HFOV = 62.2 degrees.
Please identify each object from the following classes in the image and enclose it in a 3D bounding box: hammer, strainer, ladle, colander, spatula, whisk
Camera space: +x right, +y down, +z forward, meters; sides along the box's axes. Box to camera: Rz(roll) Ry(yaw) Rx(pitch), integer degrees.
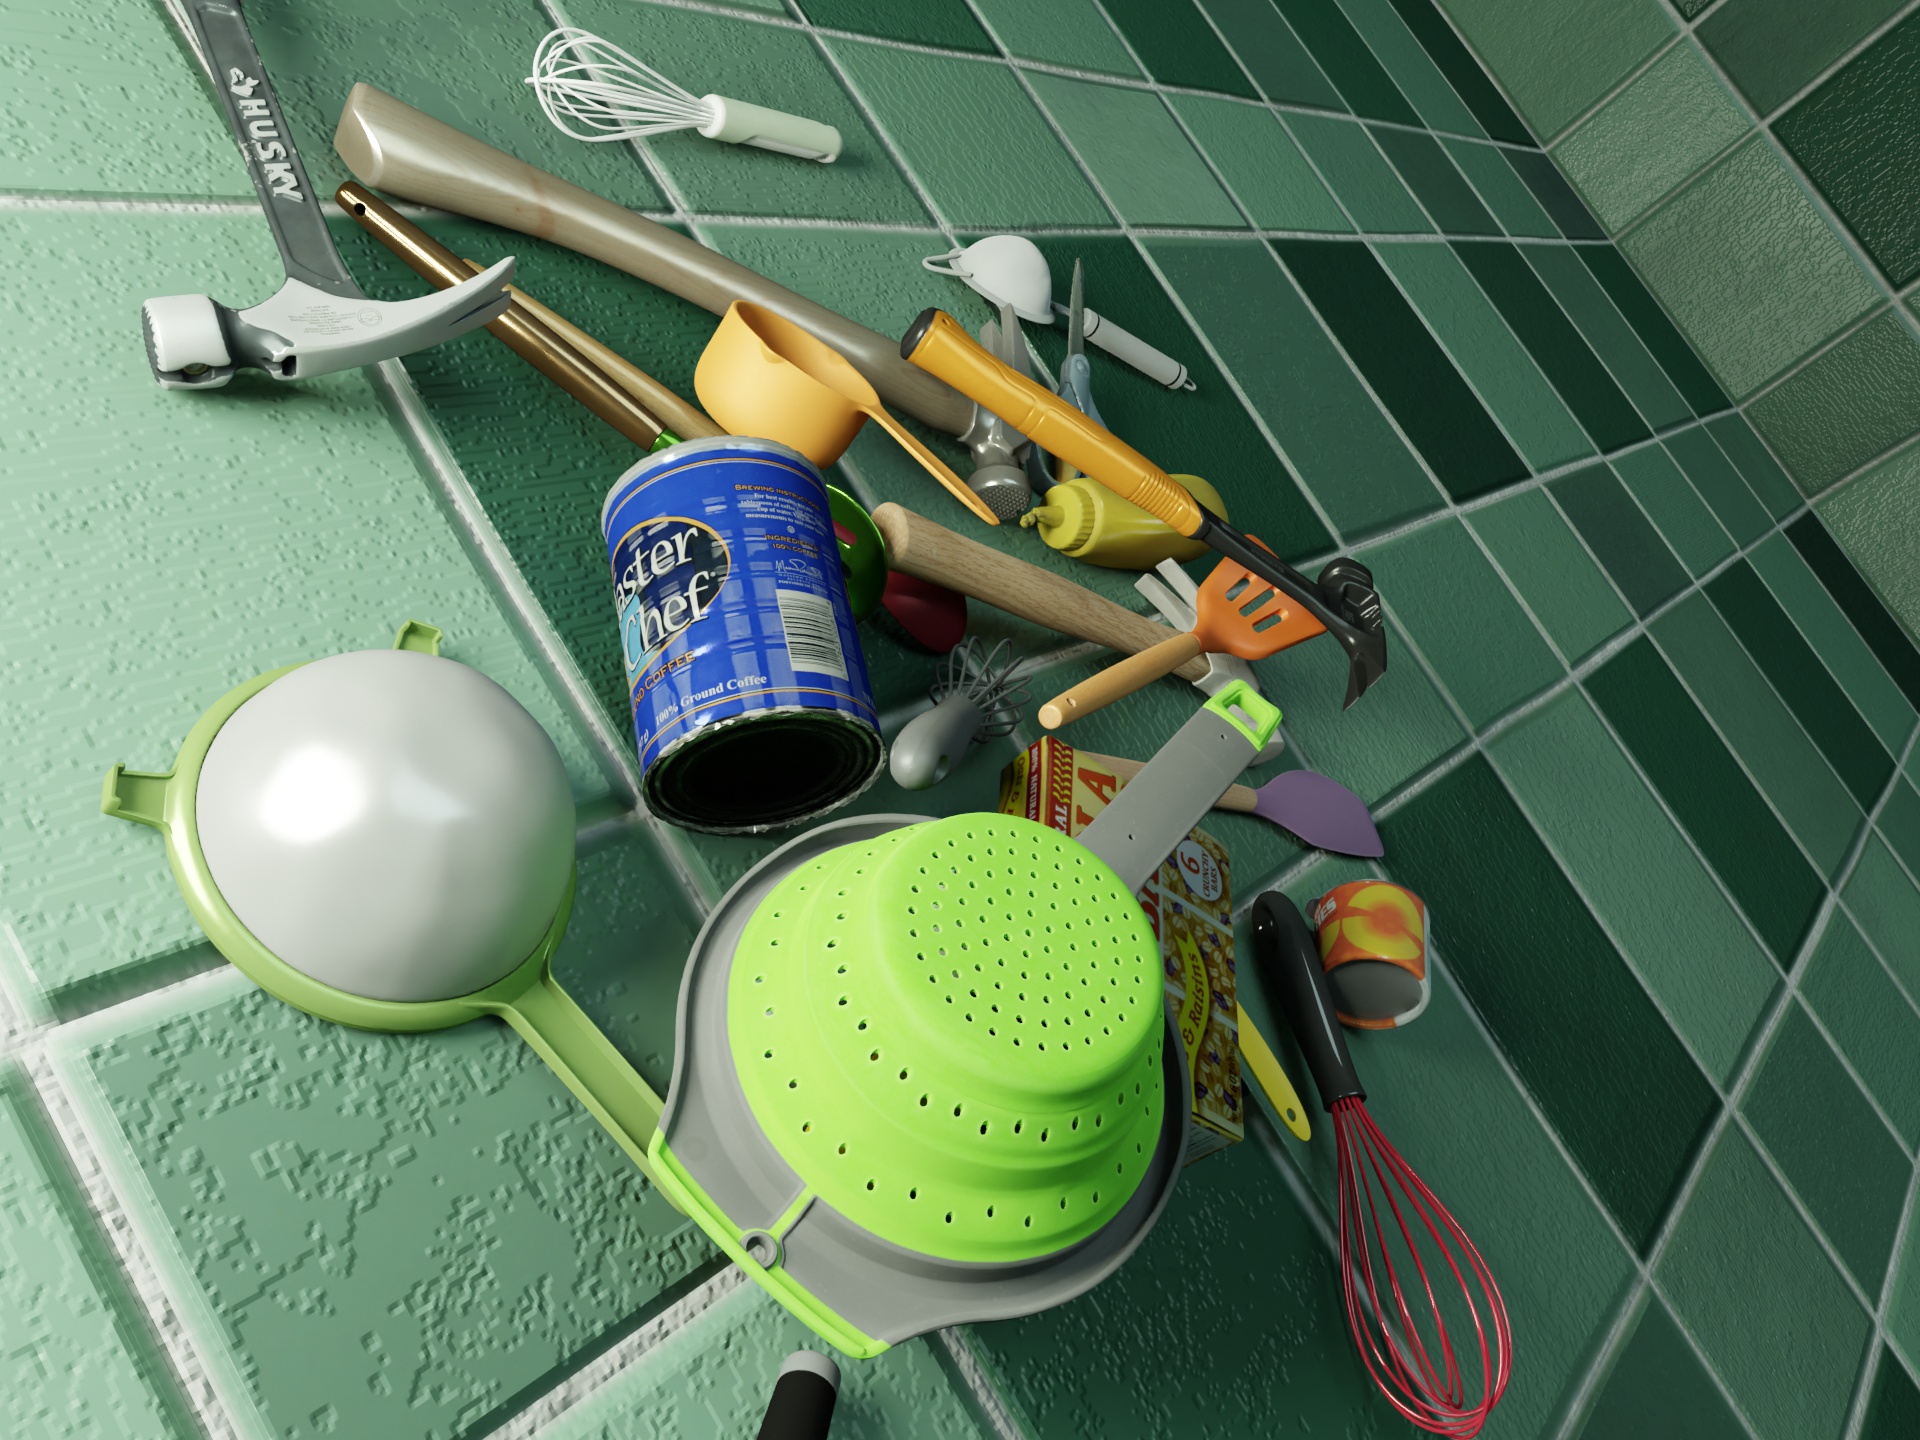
[{"bbox_3d":[0.110,-0.130,0.922,0.336,0.034,0.127,31,34,-14],"label":"hammer"},{"bbox_3d":[0.084,-0.288,1.128,0.258,0.050,0.087,19,33,-39],"label":"strainer"},{"bbox_3d":[-0.116,-0.135,0.811,0.315,0.031,0.069,34,36,-18],"label":"ladle"},{"bbox_3d":[-0.158,0.068,0.563,0.256,0.069,0.151,49,37,0],"label":"strainer"},{"bbox_3d":[0.052,0.063,0.635,0.204,0.094,0.397,40,46,10],"label":"colander"},{"bbox_3d":[0.154,0.042,0.942,0.315,0.018,0.060,12,51,-41],"label":"spatula"},{"bbox_3d":[0.070,-0.062,0.903,0.331,0.031,0.130,17,46,-46],"label":"hammer"},{"bbox_3d":[-0.155,-0.360,0.946,0.246,0.058,0.059,-12,103,-52],"label":"whisk"},{"bbox_3d":[0.000,-0.003,0.741,0.055,0.055,0.239,49,13,-2],"label":"whisk"},{"bbox_3d":[0.206,0.215,0.822,0.073,0.073,0.296,16,44,-36],"label":"whisk"},{"bbox_3d":[0.124,-0.043,0.888,0.081,0.041,0.322,51,31,8],"label":"spatula"},{"bbox_3d":[-0.127,-0.241,0.866,0.410,0.038,0.146,19,56,-33],"label":"hammer"},{"bbox_3d":[-0.328,-0.316,0.715,0.149,0.036,0.409,-14,66,-29],"label":"hammer"}]

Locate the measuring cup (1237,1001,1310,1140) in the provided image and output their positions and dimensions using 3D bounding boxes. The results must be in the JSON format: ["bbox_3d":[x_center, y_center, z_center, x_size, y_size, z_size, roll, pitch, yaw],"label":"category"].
[{"bbox_3d":[0.128,0.152,0.820,0.062,0.029,0.156,-25,82,-52],"label":"measuring cup"}]

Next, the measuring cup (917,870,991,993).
[{"bbox_3d":[0.040,0.084,0.778,0.167,0.038,0.083,-18,74,-53],"label":"measuring cup"}]

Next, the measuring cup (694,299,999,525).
[{"bbox_3d":[-0.059,-0.138,0.800,0.173,0.052,0.095,41,19,5],"label":"measuring cup"}]

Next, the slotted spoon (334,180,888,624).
[{"bbox_3d":[-0.164,-0.152,0.760,0.313,0.070,0.031,38,17,-8],"label":"slotted spoon"}]

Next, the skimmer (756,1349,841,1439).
[{"bbox_3d":[-0.104,0.338,0.430,0.127,0.090,0.363,39,29,-11],"label":"skimmer"}]

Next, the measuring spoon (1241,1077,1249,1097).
[{"bbox_3d":[0.099,0.169,0.788,0.128,0.021,0.042,32,26,-37],"label":"measuring spoon"}]
